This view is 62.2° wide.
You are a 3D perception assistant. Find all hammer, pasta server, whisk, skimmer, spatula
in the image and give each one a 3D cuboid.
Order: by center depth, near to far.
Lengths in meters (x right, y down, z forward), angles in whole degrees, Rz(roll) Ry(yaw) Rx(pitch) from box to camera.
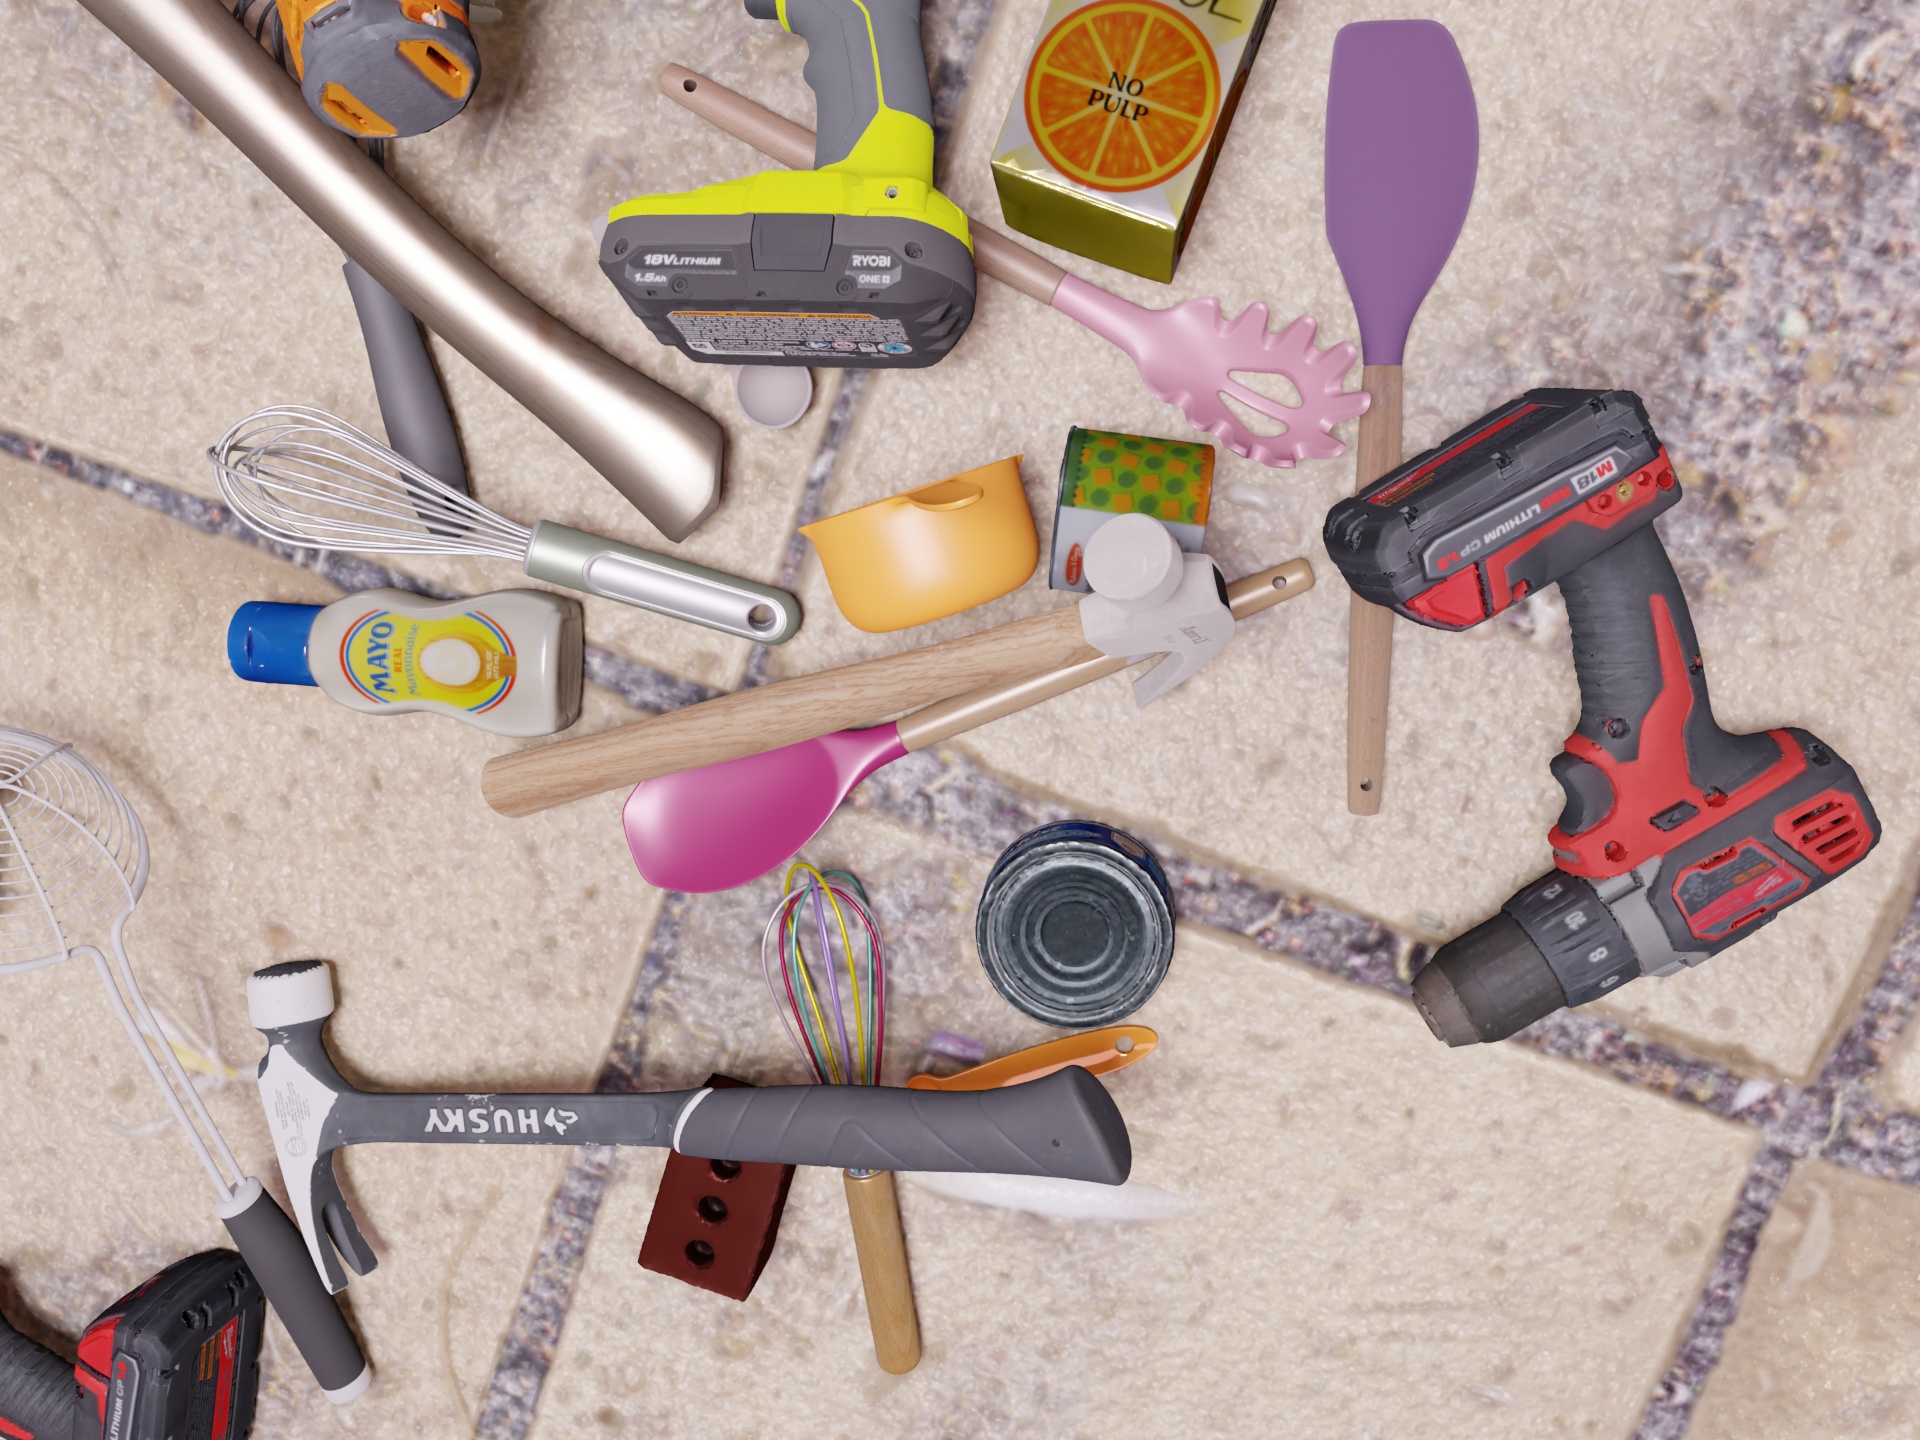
[{"bbox_3d":[-0.261,-0.214,0.623,0.410,0.038,0.146,43,99,-14],"label":"hammer"},{"bbox_3d":[-0.051,-0.007,0.637,0.331,0.130,0.031,-14,73,23],"label":"hammer"},{"bbox_3d":[0.016,-0.189,0.640,0.316,0.040,0.060,29,89,3],"label":"pasta server"},{"bbox_3d":[0.172,-0.117,0.642,0.060,0.018,0.316,2,98,6],"label":"spatula"},{"bbox_3d":[-0.185,-0.074,0.660,0.246,0.059,0.057,16,105,-11],"label":"whisk"},{"bbox_3d":[-0.129,0.173,0.666,0.409,0.036,0.149,-4,94,21],"label":"hammer"},{"bbox_3d":[-0.250,-0.192,0.670,0.055,0.055,0.239,-13,101,9],"label":"whisk"},{"bbox_3d":[-0.047,0.178,0.710,0.047,0.051,0.245,-2,104,28],"label":"whisk"},{"bbox_3d":[-0.371,0.166,0.713,0.090,0.127,0.363,-7,115,23],"label":"skimmer"}]

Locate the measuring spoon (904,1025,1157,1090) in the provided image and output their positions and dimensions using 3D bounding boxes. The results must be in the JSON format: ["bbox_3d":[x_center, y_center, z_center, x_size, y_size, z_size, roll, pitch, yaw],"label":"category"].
[{"bbox_3d":[0.031,0.154,0.709,0.117,0.011,0.021,-15,99,6],"label":"measuring spoon"}]

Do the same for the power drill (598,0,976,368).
[{"bbox_3d":[-0.065,-0.254,0.605,0.171,0.080,0.223,3,84,7],"label":"power drill"}]

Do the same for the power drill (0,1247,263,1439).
[{"bbox_3d":[-0.455,0.291,0.760,0.219,0.078,0.143,11,100,8],"label":"power drill"}]

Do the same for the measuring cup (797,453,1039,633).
[{"bbox_3d":[-0.006,-0.062,0.596,0.095,0.174,0.052,-19,101,-6],"label":"measuring cup"}]

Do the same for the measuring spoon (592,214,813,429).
[{"bbox_3d":[-0.109,-0.170,0.673,0.124,0.018,0.034,44,106,6],"label":"measuring spoon"}]

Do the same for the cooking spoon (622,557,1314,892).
[{"bbox_3d":[-0.001,-0.002,0.681,0.319,0.017,0.069,-22,81,10],"label":"cooking spoon"}]

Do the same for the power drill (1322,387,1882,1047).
[{"bbox_3d":[0.225,0.006,0.616,0.188,0.080,0.226,-31,101,5],"label":"power drill"}]

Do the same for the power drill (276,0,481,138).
[{"bbox_3d":[-0.150,-0.325,0.556,0.226,0.084,0.164,-23,77,12],"label":"power drill"}]
